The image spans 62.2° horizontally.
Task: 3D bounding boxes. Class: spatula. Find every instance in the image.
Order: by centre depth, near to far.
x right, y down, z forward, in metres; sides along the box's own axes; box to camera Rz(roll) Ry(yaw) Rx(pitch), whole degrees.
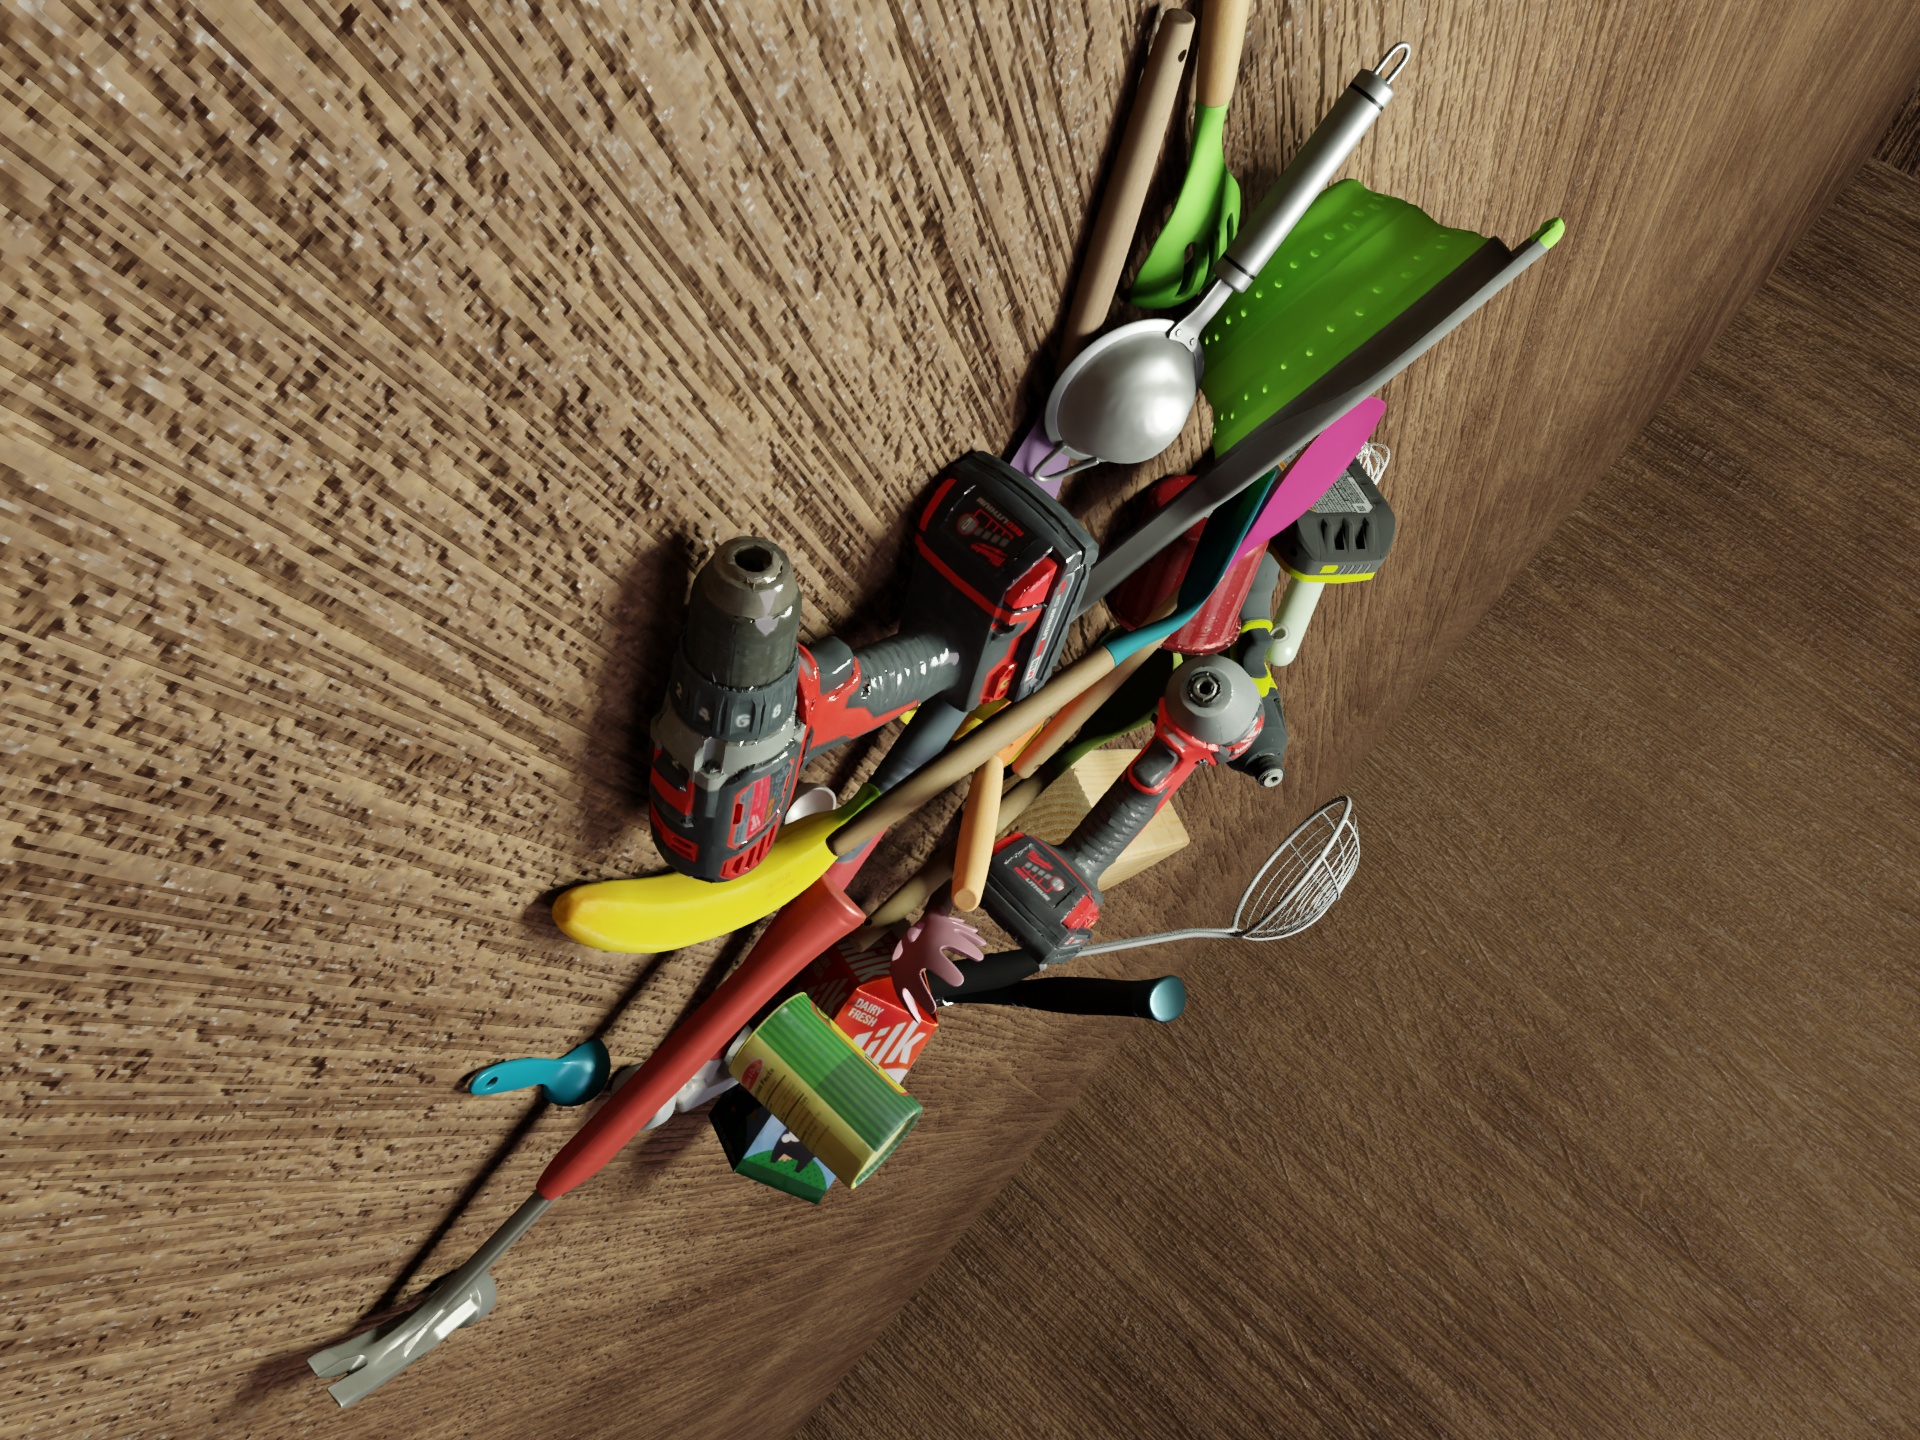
[{"bbox_3d":[0.055,-0.182,0.747,0.060,0.018,0.315,-33,157,-32],"label":"spatula"},{"bbox_3d":[0.022,0.037,0.855,0.081,0.041,0.323,-50,-173,16],"label":"spatula"},{"bbox_3d":[0.052,-0.029,0.857,0.317,0.044,0.082,-35,-177,-17],"label":"spatula"}]

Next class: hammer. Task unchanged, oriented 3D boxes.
[{"bbox_3d":[-0.190,0.219,0.856,0.359,0.037,0.149,-46,170,5],"label":"hammer"},{"bbox_3d":[-0.065,0.081,0.934,0.386,0.038,0.143,-55,163,19],"label":"hammer"},{"bbox_3d":[0.058,0.208,1.215,0.128,0.033,0.331,-13,180,-32],"label":"hammer"}]

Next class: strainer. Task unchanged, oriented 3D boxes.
[{"bbox_3d":[0.123,-0.202,0.743,0.086,0.050,0.258,15,121,-46],"label":"strainer"}]

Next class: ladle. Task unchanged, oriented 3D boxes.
[{"bbox_3d":[0.038,0.039,1.042,0.320,0.078,0.062,-40,127,-31],"label":"ladle"}]

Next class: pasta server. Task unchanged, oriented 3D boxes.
[{"bbox_3d":[-0.008,0.127,1.044,0.060,0.040,0.316,-47,180,7],"label":"pasta server"}]

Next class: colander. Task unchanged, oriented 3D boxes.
[{"bbox_3d":[0.127,-0.166,0.861,0.397,0.094,0.204,-38,-177,23],"label":"colander"}]

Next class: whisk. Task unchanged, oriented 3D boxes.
[{"bbox_3d":[0.278,-0.135,1.221,0.059,0.058,0.246,56,49,-37],"label":"whisk"}]

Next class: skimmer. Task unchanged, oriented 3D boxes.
[{"bbox_3d":[0.113,0.133,1.158,0.363,0.090,0.127,-11,-178,2],"label":"skimmer"}]

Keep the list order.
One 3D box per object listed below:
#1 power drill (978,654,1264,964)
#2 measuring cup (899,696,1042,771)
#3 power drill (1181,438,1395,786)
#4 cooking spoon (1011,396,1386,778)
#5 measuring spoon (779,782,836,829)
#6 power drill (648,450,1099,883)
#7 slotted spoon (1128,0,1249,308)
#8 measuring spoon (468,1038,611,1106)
[{"bbox_3d":[0.105,0.050,1.004,0.219,0.078,0.143,-47,165,2],"label":"power drill"},{"bbox_3d":[-0.002,-0.003,0.972,0.062,0.029,0.156,-47,151,14],"label":"measuring cup"},{"bbox_3d":[0.209,-0.078,1.092,0.080,0.171,0.223,-4,137,-19],"label":"power drill"},{"bbox_3d":[0.135,-0.074,0.956,0.319,0.017,0.068,-48,157,24],"label":"cooking spoon"},{"bbox_3d":[-0.119,0.076,0.857,0.124,0.018,0.034,-42,143,-5],"label":"measuring spoon"},{"bbox_3d":[-0.042,-0.039,0.712,0.227,0.080,0.187,-34,156,-34],"label":"power drill"},{"bbox_3d":[0.107,-0.280,0.663,0.070,0.031,0.313,-40,159,-17],"label":"slotted spoon"},{"bbox_3d":[-0.216,0.190,0.830,0.042,0.021,0.128,-51,164,1],"label":"measuring spoon"}]
